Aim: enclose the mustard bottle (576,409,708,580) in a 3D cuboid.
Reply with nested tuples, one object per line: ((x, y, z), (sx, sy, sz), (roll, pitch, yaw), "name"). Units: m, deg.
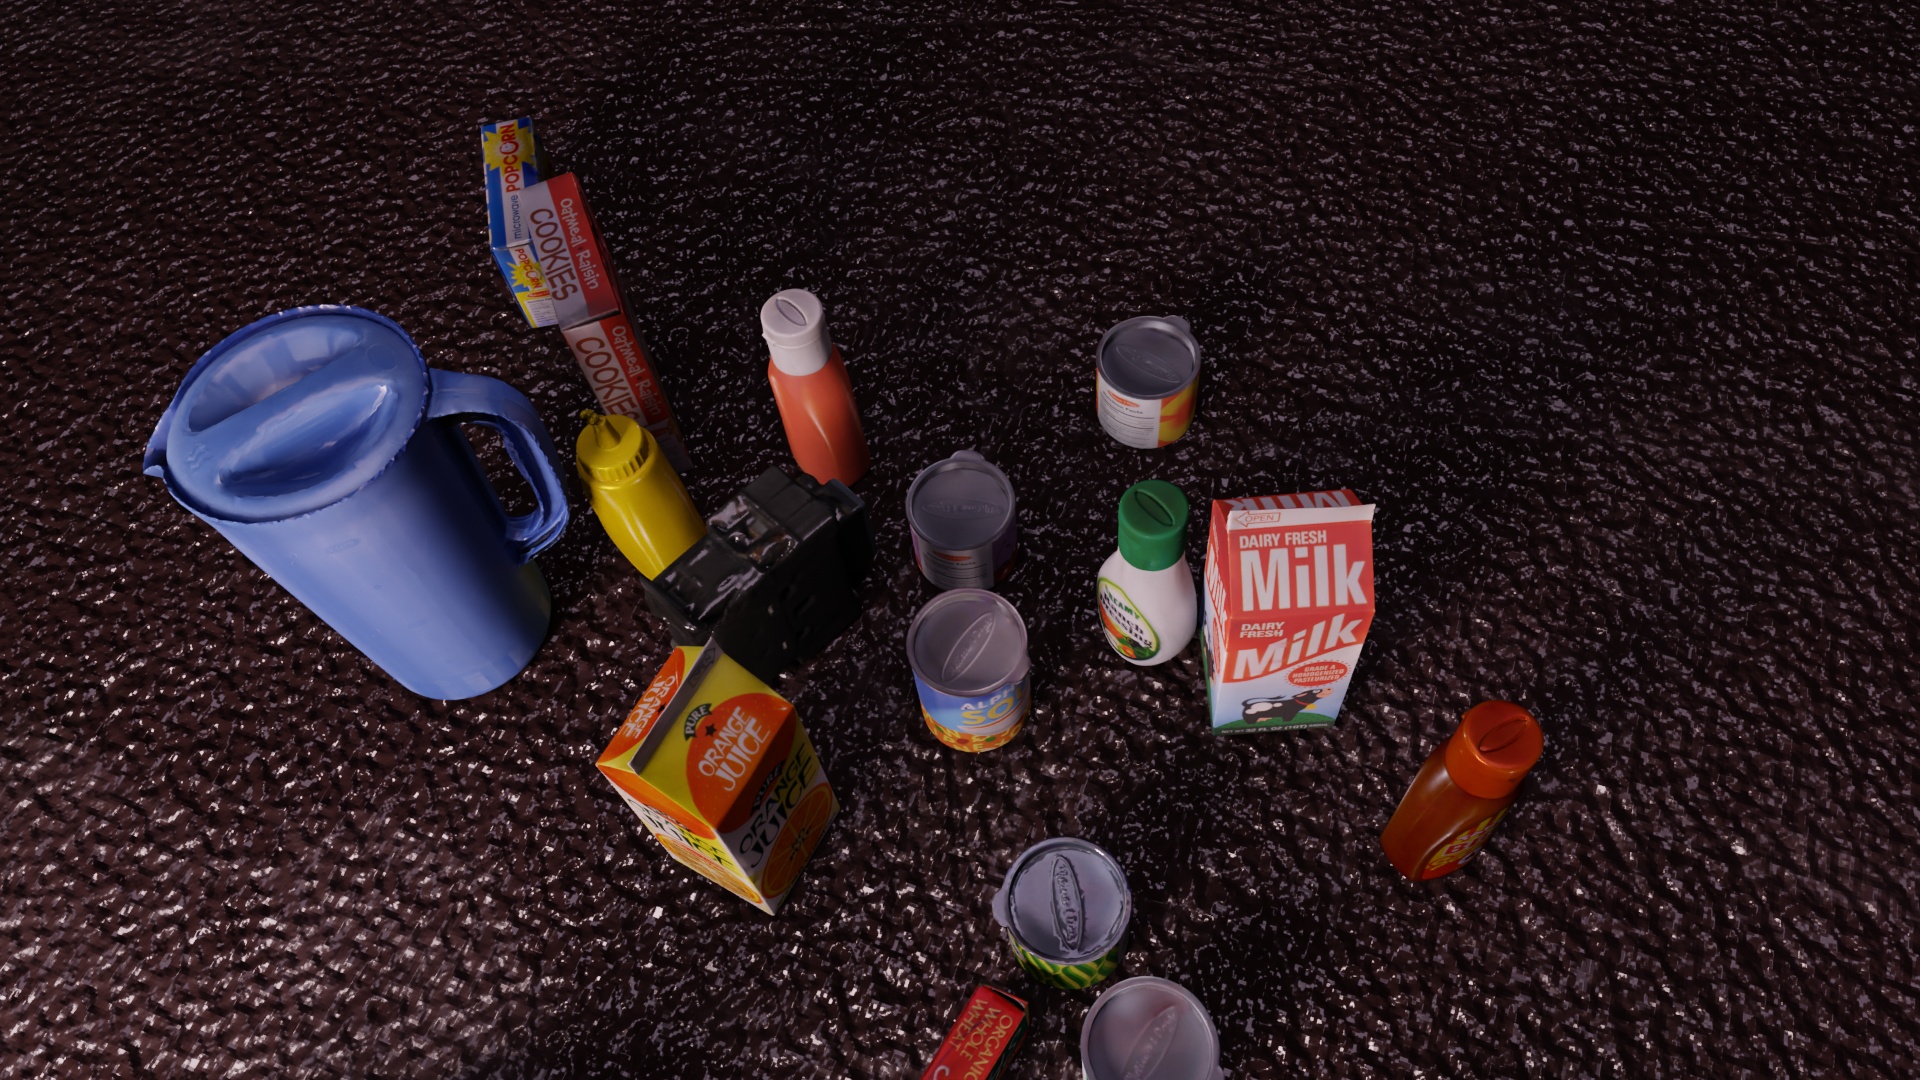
((-0.193, -0.031, 0.824), (0.065, 0.159, 0.049), (35, 69, 23), "mustard bottle")

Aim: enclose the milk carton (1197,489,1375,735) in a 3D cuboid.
((0.170, 0.033, 0.737), (0.072, 0.189, 0.074), (-4, 59, 3), "milk carton")

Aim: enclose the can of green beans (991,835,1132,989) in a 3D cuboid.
((0.056, 0.196, 0.727), (0.071, 0.057, 0.071), (-2, 59, 4), "can of green beans")

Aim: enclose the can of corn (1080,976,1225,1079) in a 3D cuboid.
((0.095, 0.257, 0.686), (0.071, 0.058, 0.071), (-2, 59, 4), "can of corn")

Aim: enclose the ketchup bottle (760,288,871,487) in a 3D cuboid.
((-0.092, -0.093, 0.859), (0.044, 0.148, 0.065), (-37, 63, -16), "ketchup bottle")

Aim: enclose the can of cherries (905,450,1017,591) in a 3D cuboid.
((0.003, -0.011, 0.854), (0.071, 0.058, 0.072), (-2, 59, 4), "can of cherries")

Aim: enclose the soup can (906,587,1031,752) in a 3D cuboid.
((0.009, 0.076, 0.787), (0.071, 0.083, 0.071), (-2, 59, 4), "soup can")

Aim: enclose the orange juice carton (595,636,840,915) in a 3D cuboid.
((-0.123, 0.120, 0.710), (0.073, 0.191, 0.072), (24, 64, 18), "orange juice carton")

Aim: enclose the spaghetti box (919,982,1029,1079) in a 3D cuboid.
((-0.043, 0.327, 0.661), (0.029, 0.050, 0.251), (28, 65, 19), "spaghetti box")

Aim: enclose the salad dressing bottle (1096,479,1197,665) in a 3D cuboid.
((0.105, 0.019, 0.776), (0.044, 0.147, 0.064), (-36, 63, -15), "salad dressing bottle")

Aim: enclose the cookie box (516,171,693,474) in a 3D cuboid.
((-0.223, -0.131, 0.882), (0.040, 0.166, 0.123), (-21, 60, -7), "cookie box")

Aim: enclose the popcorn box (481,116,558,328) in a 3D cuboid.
((-0.308, -0.228, 0.995), (0.038, 0.085, 0.127), (-14, 59, -3), "popcorn box")

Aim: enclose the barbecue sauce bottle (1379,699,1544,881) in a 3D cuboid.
((0.254, 0.125, 0.699), (0.065, 0.148, 0.044), (-28, 61, -11), "barbecue sauce bottle")

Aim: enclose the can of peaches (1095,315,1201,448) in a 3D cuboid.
((0.122, -0.103, 0.899), (0.071, 0.057, 0.071), (-2, 59, 4), "can of peaches")
